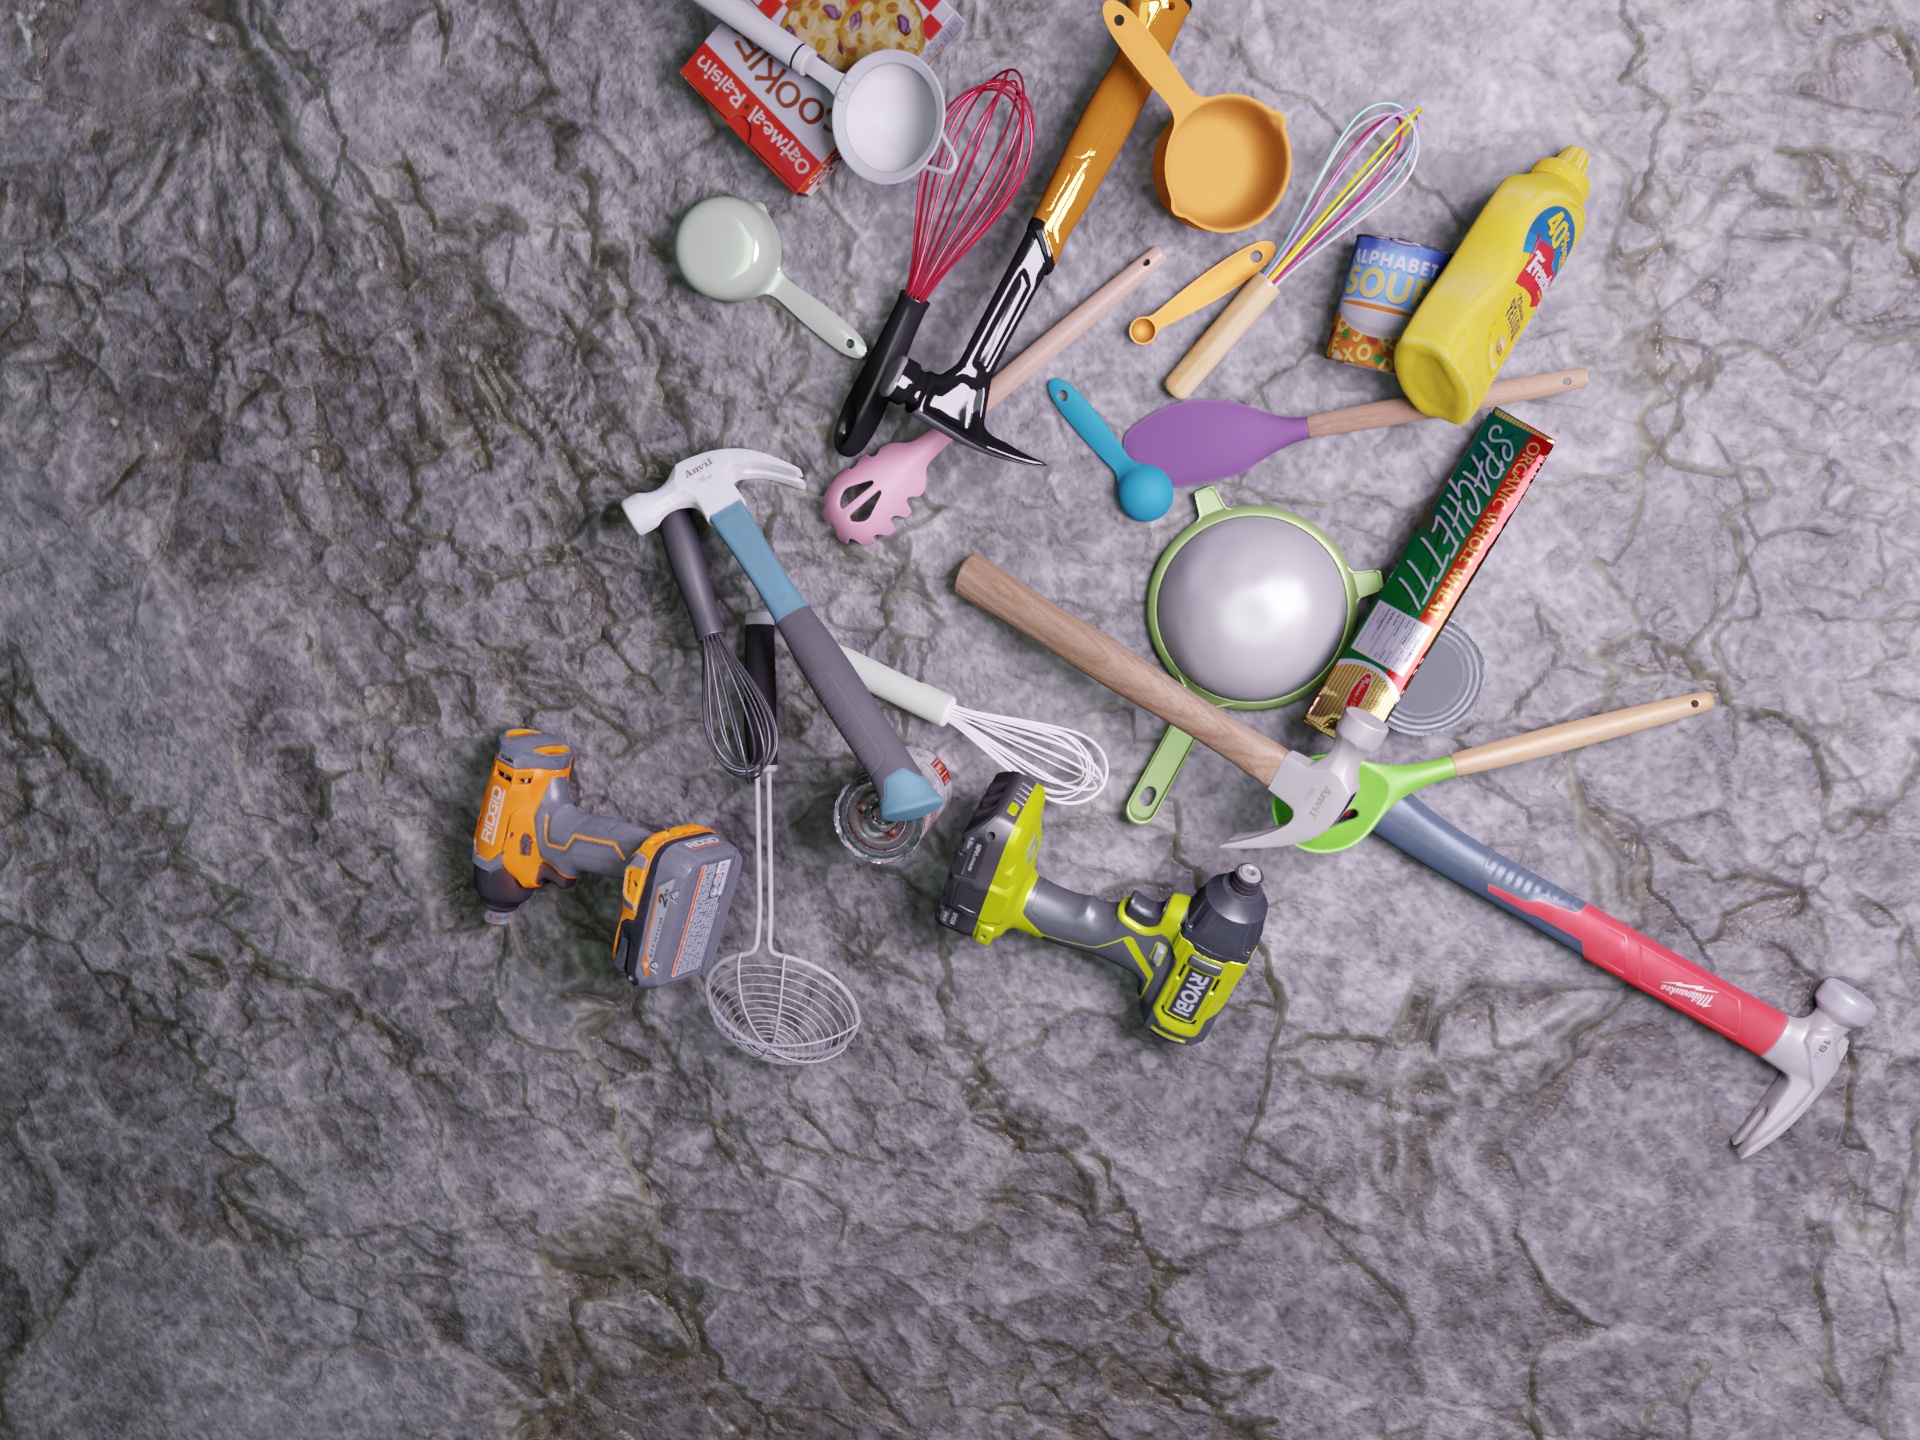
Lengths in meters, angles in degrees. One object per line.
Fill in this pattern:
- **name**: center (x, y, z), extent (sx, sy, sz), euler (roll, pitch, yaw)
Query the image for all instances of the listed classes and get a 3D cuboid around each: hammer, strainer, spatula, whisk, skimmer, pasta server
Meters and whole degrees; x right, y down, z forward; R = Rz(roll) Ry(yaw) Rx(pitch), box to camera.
- **hammer**: center (0.073, -0.343, 1.092), extent (0.127, 0.034, 0.337), euler (26, 94, -23)
- **strainer**: center (0.182, -0.030, 1.143), extent (0.151, 0.069, 0.256), euler (28, 104, 5)
- **strainer**: center (-0.100, -0.451, 1.093), extent (0.258, 0.050, 0.087), euler (36, 115, 5)
- **spatula**: center (0.267, -0.210, 1.104), extent (0.316, 0.018, 0.059), euler (-6, 101, 20)
- **hammer**: center (0.129, -0.023, 1.126), extent (0.331, 0.031, 0.130), euler (34, 114, 23)
- **whisk**: center (-0.190, -0.065, 1.205), extent (0.055, 0.055, 0.239), euler (-22, 78, 15)
- **whisk**: center (0.225, -0.319, 1.088), extent (0.051, 0.047, 0.245), euler (33, 112, -23)
- **whisk**: center (-0.002, -0.004, 1.205), extent (0.246, 0.057, 0.059), euler (26, 71, 9)
- **skimmer**: center (-0.145, 0.097, 1.261), extent (0.127, 0.090, 0.363), euler (-1, 91, 15)
- **whisk**: center (-0.024, -0.321, 1.137), extent (0.073, 0.073, 0.295), euler (29, 111, 5)
- **hammer**: center (0.439, 0.162, 1.143), extent (0.386, 0.038, 0.143), euler (30, 107, 5)
- **pasta server**: center (0.021, -0.237, 1.161), extent (0.316, 0.040, 0.060), euler (-38, 91, 12)
- **hammer**: center (-0.116, -0.064, 1.158), extent (0.128, 0.033, 0.331), euler (-32, 72, -6)

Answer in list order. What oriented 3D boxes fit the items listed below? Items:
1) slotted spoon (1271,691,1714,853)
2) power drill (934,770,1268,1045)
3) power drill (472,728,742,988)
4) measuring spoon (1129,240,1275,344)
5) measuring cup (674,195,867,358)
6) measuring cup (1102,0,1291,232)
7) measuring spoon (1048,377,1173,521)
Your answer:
- **slotted spoon**: center (0.370, 0.027, 1.113), extent (0.314, 0.031, 0.070), euler (-15, 86, 4)
- **power drill**: center (0.106, 0.132, 1.166), extent (0.223, 0.080, 0.171), euler (24, 132, 7)
- **power drill**: center (-0.292, 0.122, 1.250), extent (0.227, 0.084, 0.164), euler (25, 107, 26)
- **measuring spoon**: center (0.171, -0.303, 1.124), extent (0.117, 0.011, 0.021), euler (-31, 104, 13)
- **measuring cup**: center (-0.139, -0.320, 1.169), extent (0.167, 0.038, 0.083), euler (39, 106, 5)
- **measuring cup**: center (0.147, -0.405, 1.064), extent (0.095, 0.052, 0.173), euler (-41, 106, 5)
- **measuring spoon**: center (0.103, -0.196, 1.148), extent (0.042, 0.021, 0.128), euler (-41, 89, 32)
